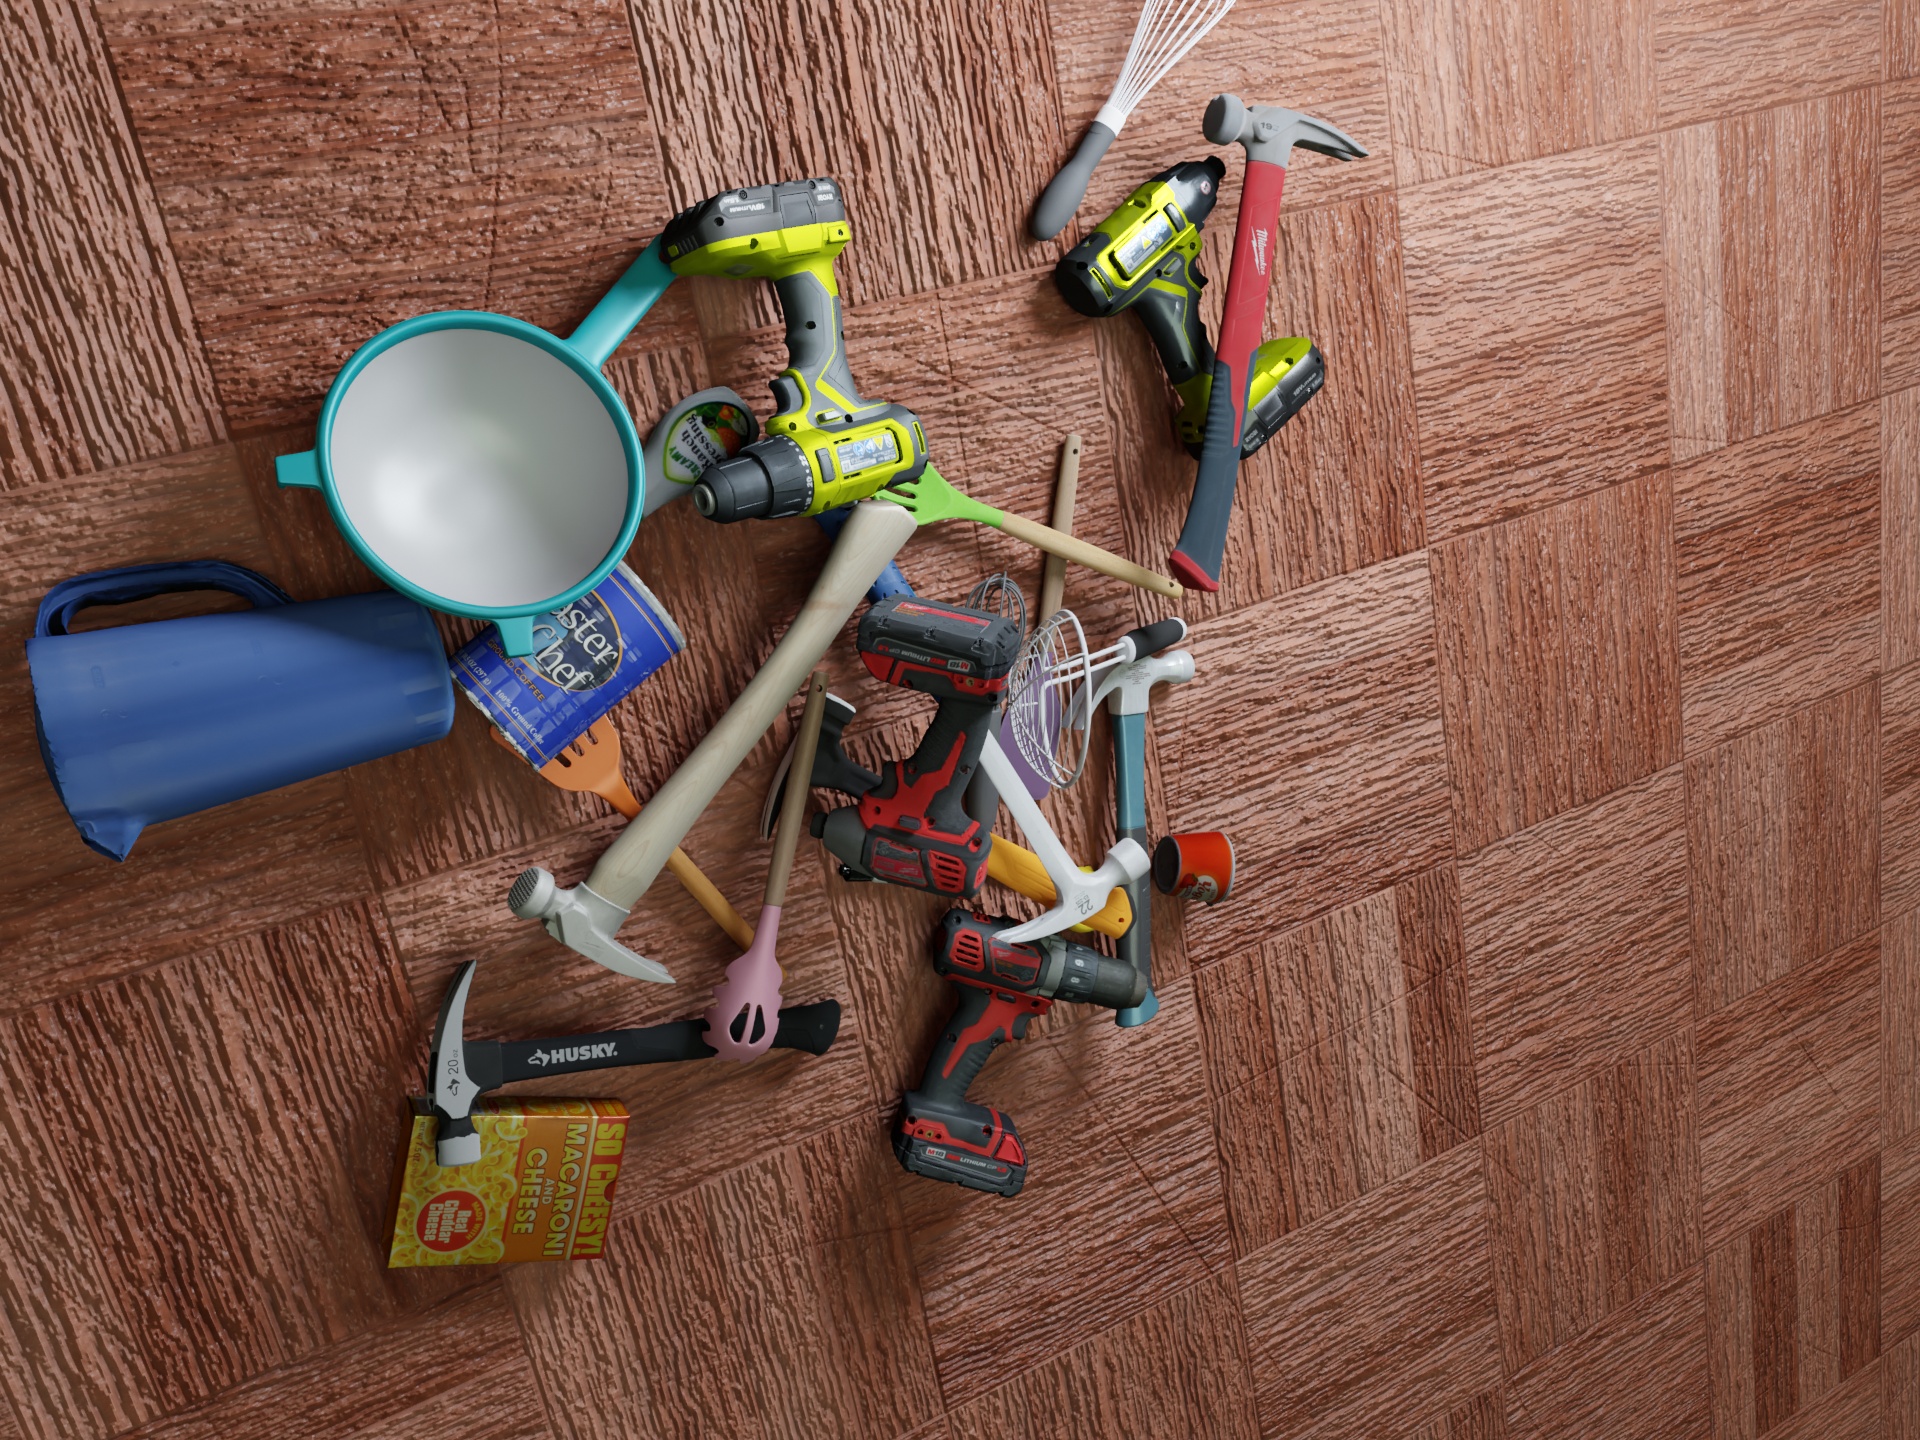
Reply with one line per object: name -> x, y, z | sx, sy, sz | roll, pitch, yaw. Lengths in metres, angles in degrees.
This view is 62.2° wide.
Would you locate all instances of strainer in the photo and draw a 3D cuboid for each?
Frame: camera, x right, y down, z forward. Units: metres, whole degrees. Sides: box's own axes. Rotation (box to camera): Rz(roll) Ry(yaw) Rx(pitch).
strainer -> -0.299, -0.210, 1.105 | 0.211, 0.095, 0.340 | 39, 63, -16

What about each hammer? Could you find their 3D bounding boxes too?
hammer -> -0.160, 0.010, 1.203 | 0.146, 0.038, 0.410 | 39, 87, -34
hammer -> 0.237, -0.295, 1.291 | 0.143, 0.038, 0.386 | 7, 94, -25
hammer -> 0.152, 0.107, 1.406 | 0.128, 0.033, 0.331 | -6, 98, -31
hammer -> -0.002, -0.004, 1.275 | 0.144, 0.035, 0.405 | -36, 102, -17
hammer -> -0.245, 0.249, 1.246 | 0.334, 0.035, 0.146 | -1, 81, -32
hammer -> 0.001, 0.107, 1.318 | 0.336, 0.034, 0.127 | 28, 88, -18

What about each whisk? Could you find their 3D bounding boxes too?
whisk -> 0.025, -0.007, 1.333 | 0.055, 0.055, 0.239 | -4, 107, -26
whisk -> 0.135, -0.507, 1.271 | 0.070, 0.070, 0.284 | 31, 92, -29

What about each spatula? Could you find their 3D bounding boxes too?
spatula -> 0.073, -0.085, 1.355 | 0.059, 0.018, 0.316 | 3, 101, -27
spatula -> -0.232, 0.097, 1.240 | 0.081, 0.041, 0.322 | -43, 121, -13

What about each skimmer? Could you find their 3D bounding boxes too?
skimmer -> 0.132, -0.041, 1.247 | 0.363, 0.090, 0.127 | -22, 117, -59

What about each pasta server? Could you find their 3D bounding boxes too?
pasta server -> -0.143, 0.116, 1.244 | 0.060, 0.040, 0.316 | 12, 88, -18

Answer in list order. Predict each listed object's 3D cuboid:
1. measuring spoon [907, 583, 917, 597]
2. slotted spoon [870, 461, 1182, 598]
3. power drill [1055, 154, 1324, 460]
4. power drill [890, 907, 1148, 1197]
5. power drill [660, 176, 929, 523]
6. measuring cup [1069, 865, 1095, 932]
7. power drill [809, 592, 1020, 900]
measuring spoon -> -0.050, -0.102, 1.293 | 0.042, 0.021, 0.128 | -44, 108, -11
slotted spoon -> 0.053, -0.154, 1.305 | 0.313, 0.031, 0.070 | 18, 64, -25
power drill -> 0.202, -0.342, 1.329 | 0.171, 0.080, 0.223 | -44, 114, -11
power drill -> 0.047, 0.286, 1.369 | 0.188, 0.080, 0.226 | 16, 92, -7
power drill -> -0.131, -0.258, 1.140 | 0.190, 0.080, 0.228 | -23, 103, -38
measuring cup -> 0.072, 0.145, 1.400 | 0.156, 0.029, 0.062 | 25, 90, -32
power drill -> -0.036, 0.023, 1.213 | 0.143, 0.078, 0.219 | 13, 110, 11
